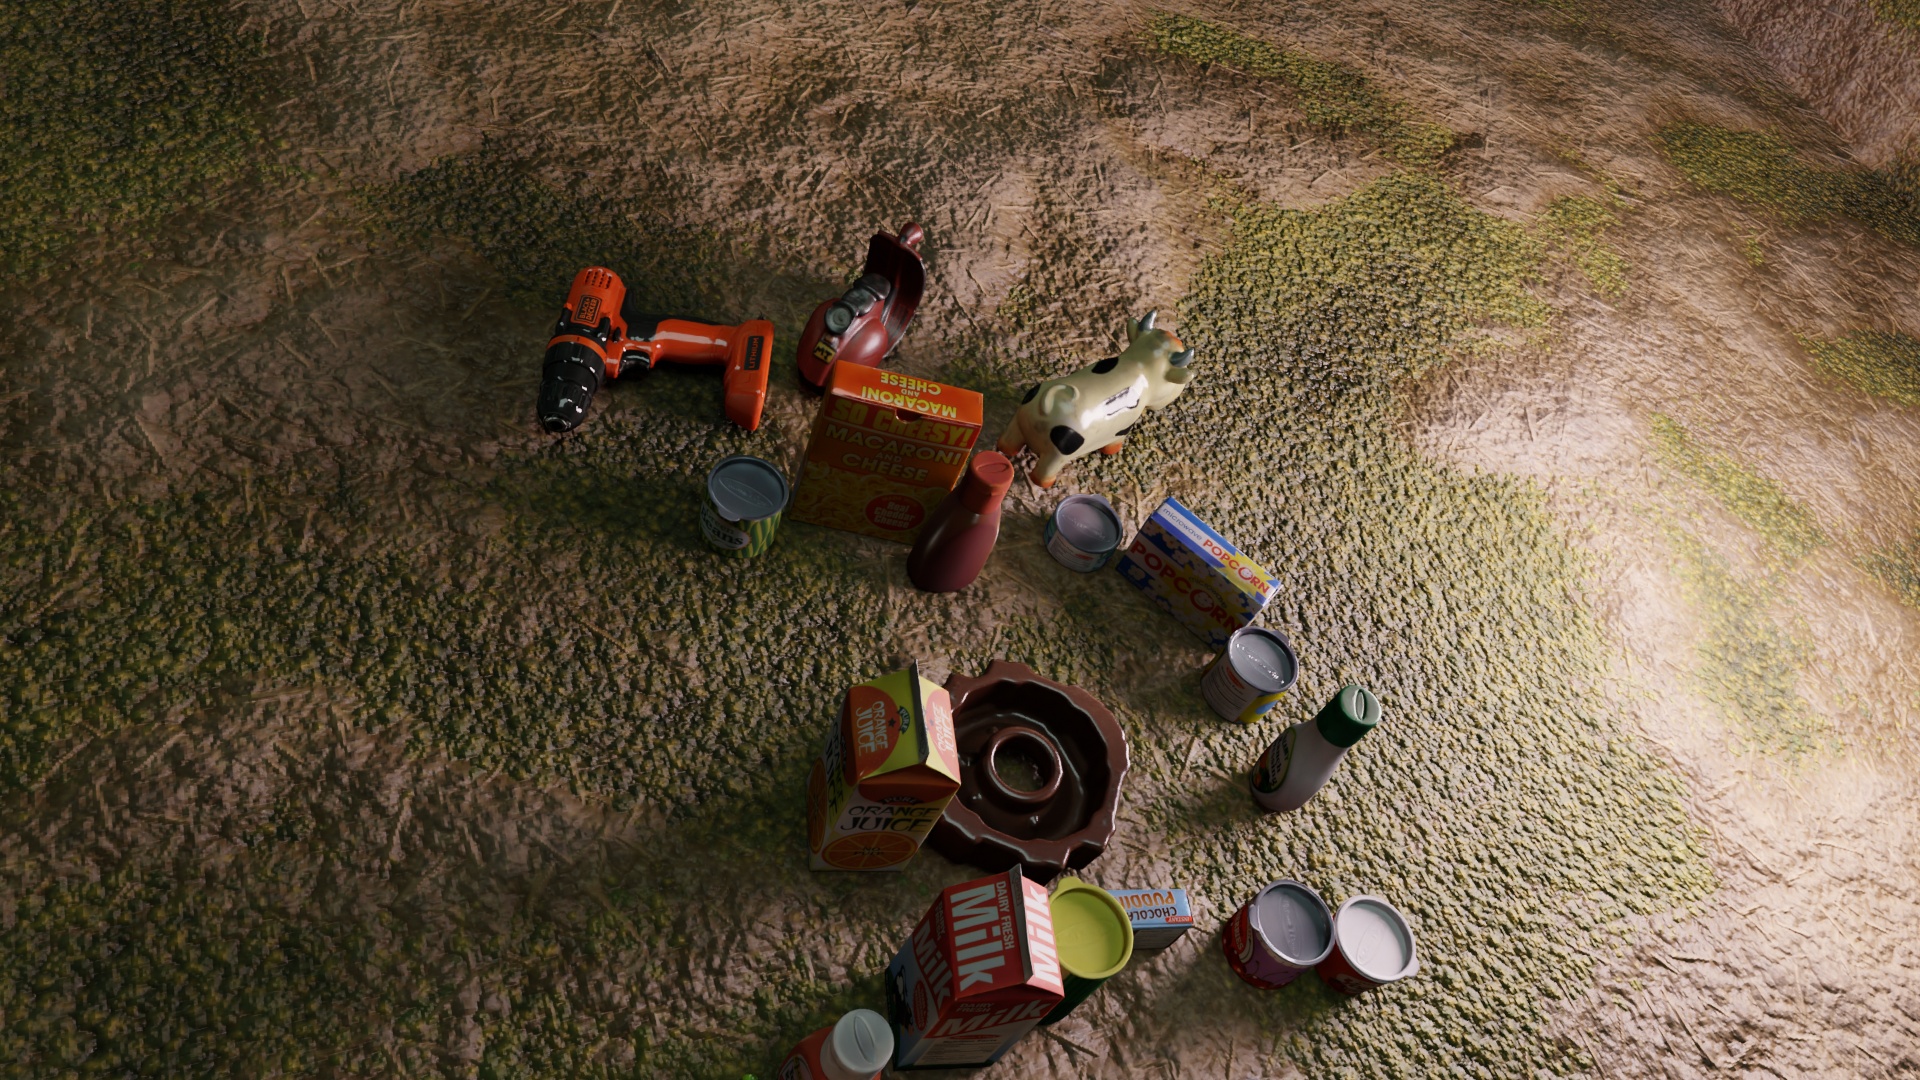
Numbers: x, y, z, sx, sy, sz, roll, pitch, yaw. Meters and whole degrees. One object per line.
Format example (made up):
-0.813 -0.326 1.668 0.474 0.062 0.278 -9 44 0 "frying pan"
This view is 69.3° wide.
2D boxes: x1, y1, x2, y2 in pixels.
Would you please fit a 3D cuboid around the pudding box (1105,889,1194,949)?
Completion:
0.124 0.281 1.030 0.084 0.049 0.030 4 54 -18 "pudding box"

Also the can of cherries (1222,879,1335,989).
0.238 0.299 1.054 0.071 0.058 0.072 10 52 -13 "can of cherries"

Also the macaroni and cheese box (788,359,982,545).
-0.064 -0.067 1.145 0.124 0.165 0.040 12 52 -12 "macaroni and cheese box"

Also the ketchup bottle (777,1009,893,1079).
-0.076 0.328 0.854 0.044 0.148 0.065 -11 59 -27 "ketchup bottle"

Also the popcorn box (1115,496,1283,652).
0.208 0.031 1.227 0.127 0.084 0.038 40 51 10 "popcorn box"

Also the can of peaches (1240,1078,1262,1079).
0.191 0.411 0.952 0.071 0.057 0.071 10 52 -13 "can of peaches"

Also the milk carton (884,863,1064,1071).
0.011 0.279 0.897 0.073 0.189 0.072 5 53 -18 "milk carton"

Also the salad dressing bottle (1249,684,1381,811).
0.284 0.166 1.113 0.044 0.146 0.064 20 50 -6 "salad dressing bottle"

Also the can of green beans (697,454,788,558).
-0.179 -0.027 1.141 0.071 0.057 0.071 10 52 -13 "can of green beans"

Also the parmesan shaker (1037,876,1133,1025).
0.069 0.287 0.970 0.071 0.102 0.071 10 52 -13 "parmesan shaker"

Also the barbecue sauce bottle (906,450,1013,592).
0.004 -0.014 1.142 0.065 0.147 0.044 -7 58 -25 "barbecue sauce bottle"

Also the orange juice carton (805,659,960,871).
-0.052 0.159 0.961 0.073 0.191 0.072 5 53 -18 "orange juice carton"

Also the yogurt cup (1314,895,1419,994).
0.307 0.315 1.071 0.072 0.053 0.073 10 52 -13 "yogurt cup"

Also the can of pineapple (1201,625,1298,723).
0.250 0.116 1.197 0.071 0.057 0.071 10 52 -13 "can of pineapple"

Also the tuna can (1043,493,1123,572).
0.111 -0.008 1.254 0.071 0.032 0.071 10 52 -13 "tuna can"
